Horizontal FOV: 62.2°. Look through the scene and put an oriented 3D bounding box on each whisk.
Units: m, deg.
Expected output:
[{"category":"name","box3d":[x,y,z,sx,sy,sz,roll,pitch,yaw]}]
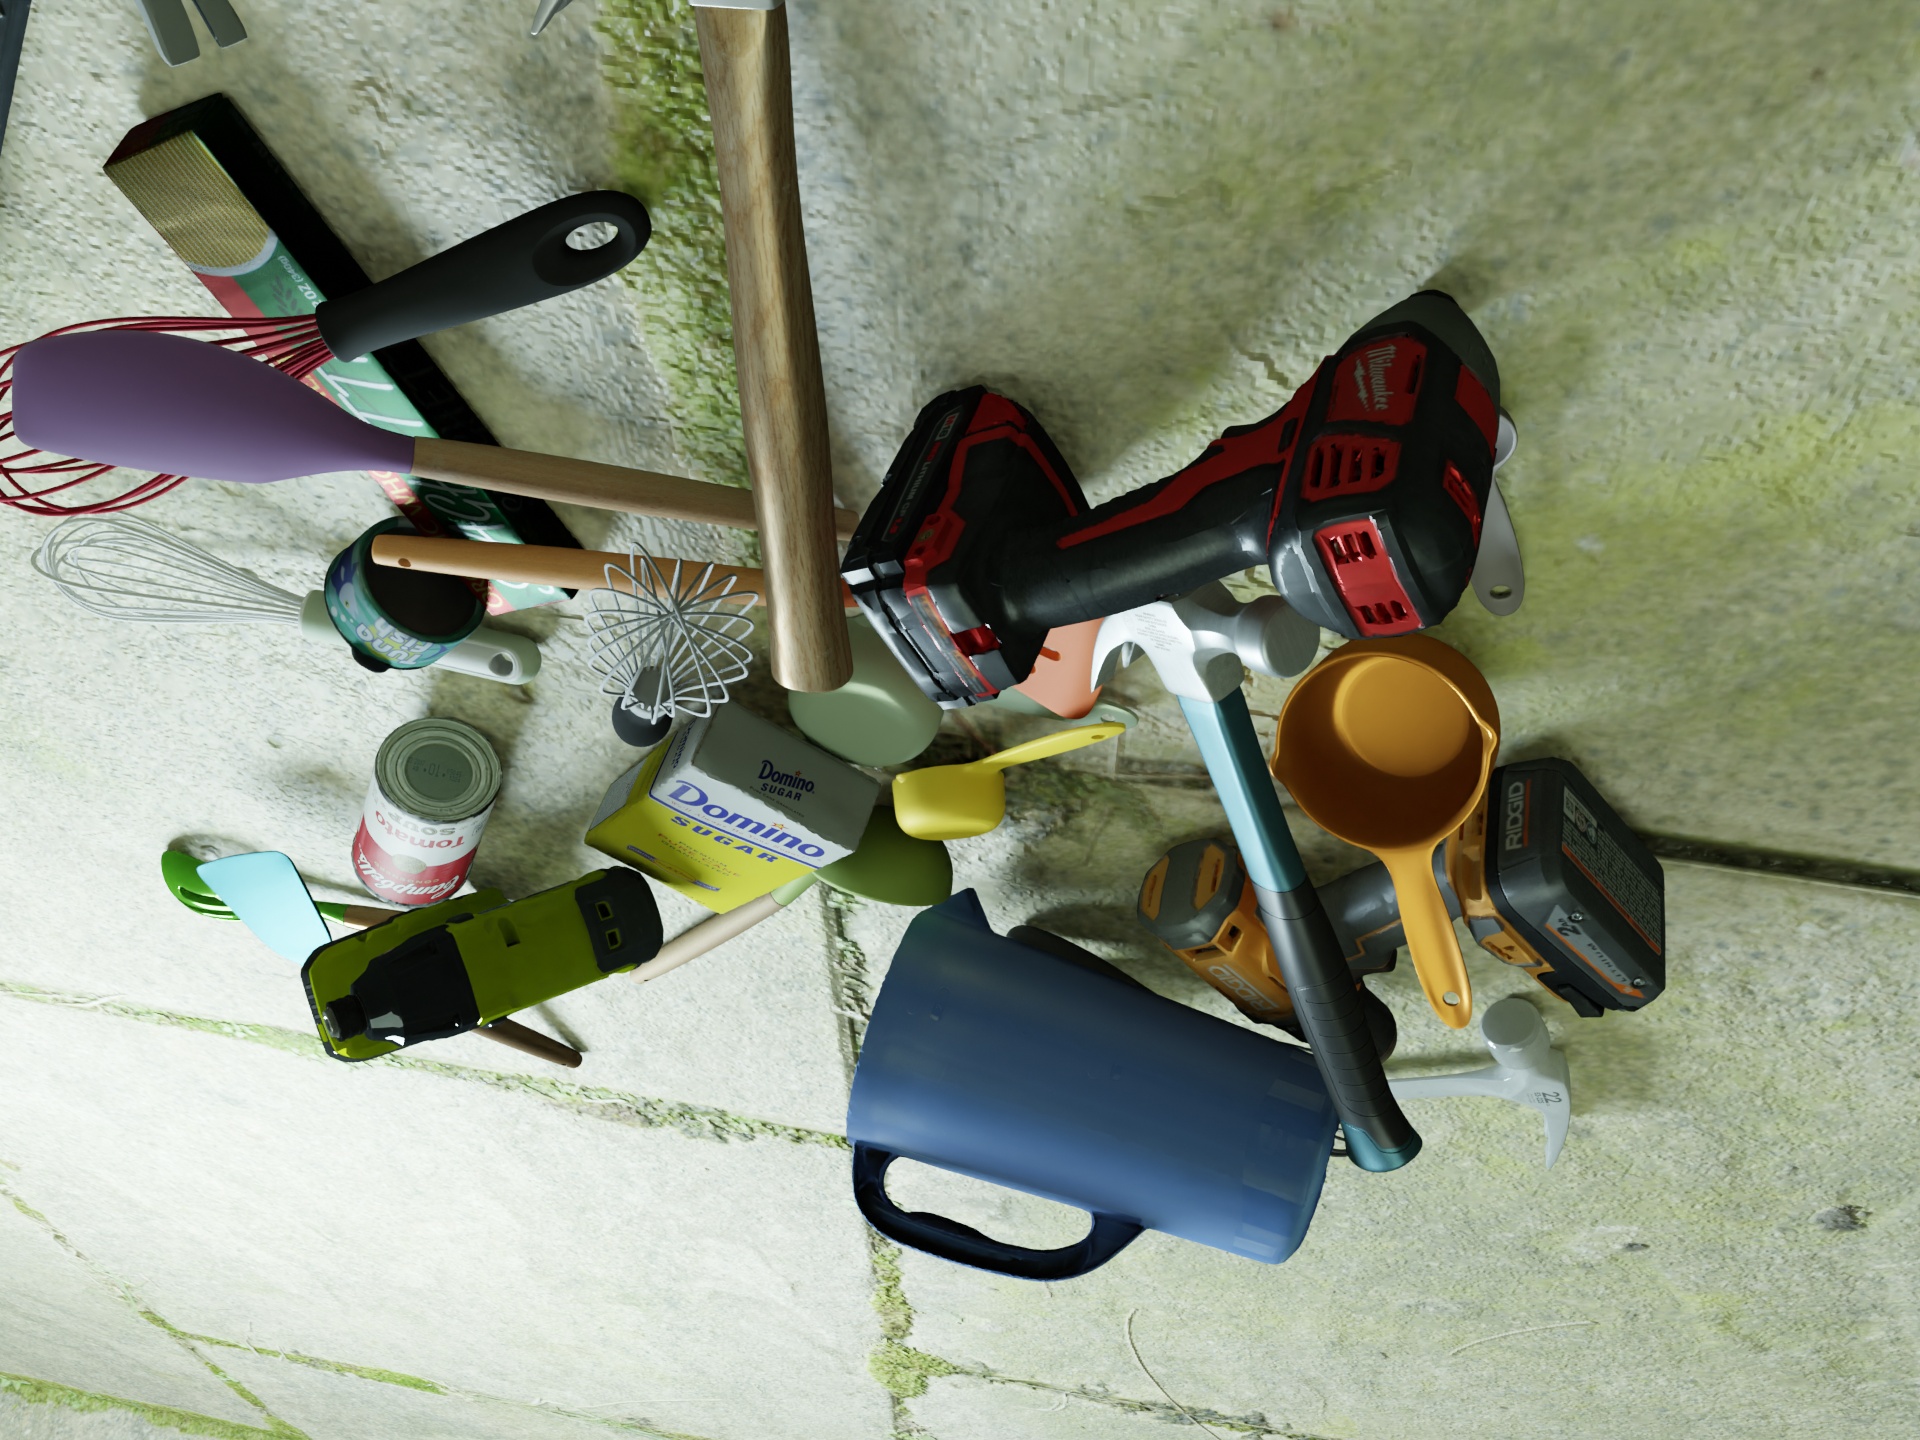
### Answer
[{"category":"whisk","box3d":[-0.133,-0.016,0.693,0.070,0.070,0.284,22,167,-10]},{"category":"whisk","box3d":[0.132,0.177,0.901,0.239,0.055,0.055,28,142,6]},{"category":"whisk","box3d":[-0.330,-0.055,0.785,0.246,0.059,0.057,13,114,-5]},{"category":"whisk","box3d":[-0.254,-0.140,0.600,0.296,0.073,0.073,-18,135,7]}]

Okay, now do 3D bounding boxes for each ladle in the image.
[{"category":"ladle","box3d":[-0.116,0.120,0.926,0.078,0.062,0.320,5,156,-38]}]

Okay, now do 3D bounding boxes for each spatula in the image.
[{"category":"spatula","box3d":[-0.358,0.171,1.057,0.082,0.044,0.317,-11,147,28]},{"category":"spatula","box3d":[-0.185,-0.100,0.616,0.315,0.018,0.059,7,131,-26]},{"category":"spatula","box3d":[-0.095,-0.053,0.698,0.322,0.041,0.081,5,142,-4]}]

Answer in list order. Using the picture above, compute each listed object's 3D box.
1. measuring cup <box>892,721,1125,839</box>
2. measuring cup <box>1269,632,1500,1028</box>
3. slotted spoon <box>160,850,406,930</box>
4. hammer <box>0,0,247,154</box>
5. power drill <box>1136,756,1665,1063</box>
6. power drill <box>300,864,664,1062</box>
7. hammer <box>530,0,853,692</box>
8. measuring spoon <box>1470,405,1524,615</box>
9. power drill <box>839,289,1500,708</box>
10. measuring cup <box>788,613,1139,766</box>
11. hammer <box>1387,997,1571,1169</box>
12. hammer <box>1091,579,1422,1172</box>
[{"category":"measuring cup","box3d":[0.024,0.031,0.760,0.062,0.029,0.156,8,161,-36]},{"category":"measuring cup","box3d":[0.196,0.044,0.682,0.095,0.052,0.173,-11,104,31]},{"category":"slotted spoon","box3d":[-0.377,0.132,1.043,0.314,0.031,0.070,9,147,4]},{"category":"hammer","box3d":[-0.379,-0.197,0.611,0.149,0.036,0.409,47,138,-8]},{"category":"power drill","box3d":[0.227,0.111,0.791,0.226,0.084,0.185,-20,131,41]},{"category":"power drill","box3d":[-0.286,0.140,0.892,0.223,0.171,0.080,-19,89,56]},{"category":"hammer","box3d":[-0.070,-0.142,0.575,0.130,0.031,0.331,9,133,11]},{"category":"measuring spoon","box3d":[0.202,-0.082,0.615,0.034,0.018,0.124,-6,144,23]},{"category":"power drill","box3d":[0.078,-0.082,0.559,0.220,0.143,0.078,-9,133,35]},{"category":"measuring cup","box3d":[-0.001,-0.002,0.750,0.167,0.038,0.083,10,142,9]},{"category":"hammer","box3d":[0.174,0.243,1.001,0.405,0.035,0.143,-12,135,29]},{"category":"hammer","box3d":[0.143,0.078,0.692,0.128,0.033,0.330,22,143,55]}]
